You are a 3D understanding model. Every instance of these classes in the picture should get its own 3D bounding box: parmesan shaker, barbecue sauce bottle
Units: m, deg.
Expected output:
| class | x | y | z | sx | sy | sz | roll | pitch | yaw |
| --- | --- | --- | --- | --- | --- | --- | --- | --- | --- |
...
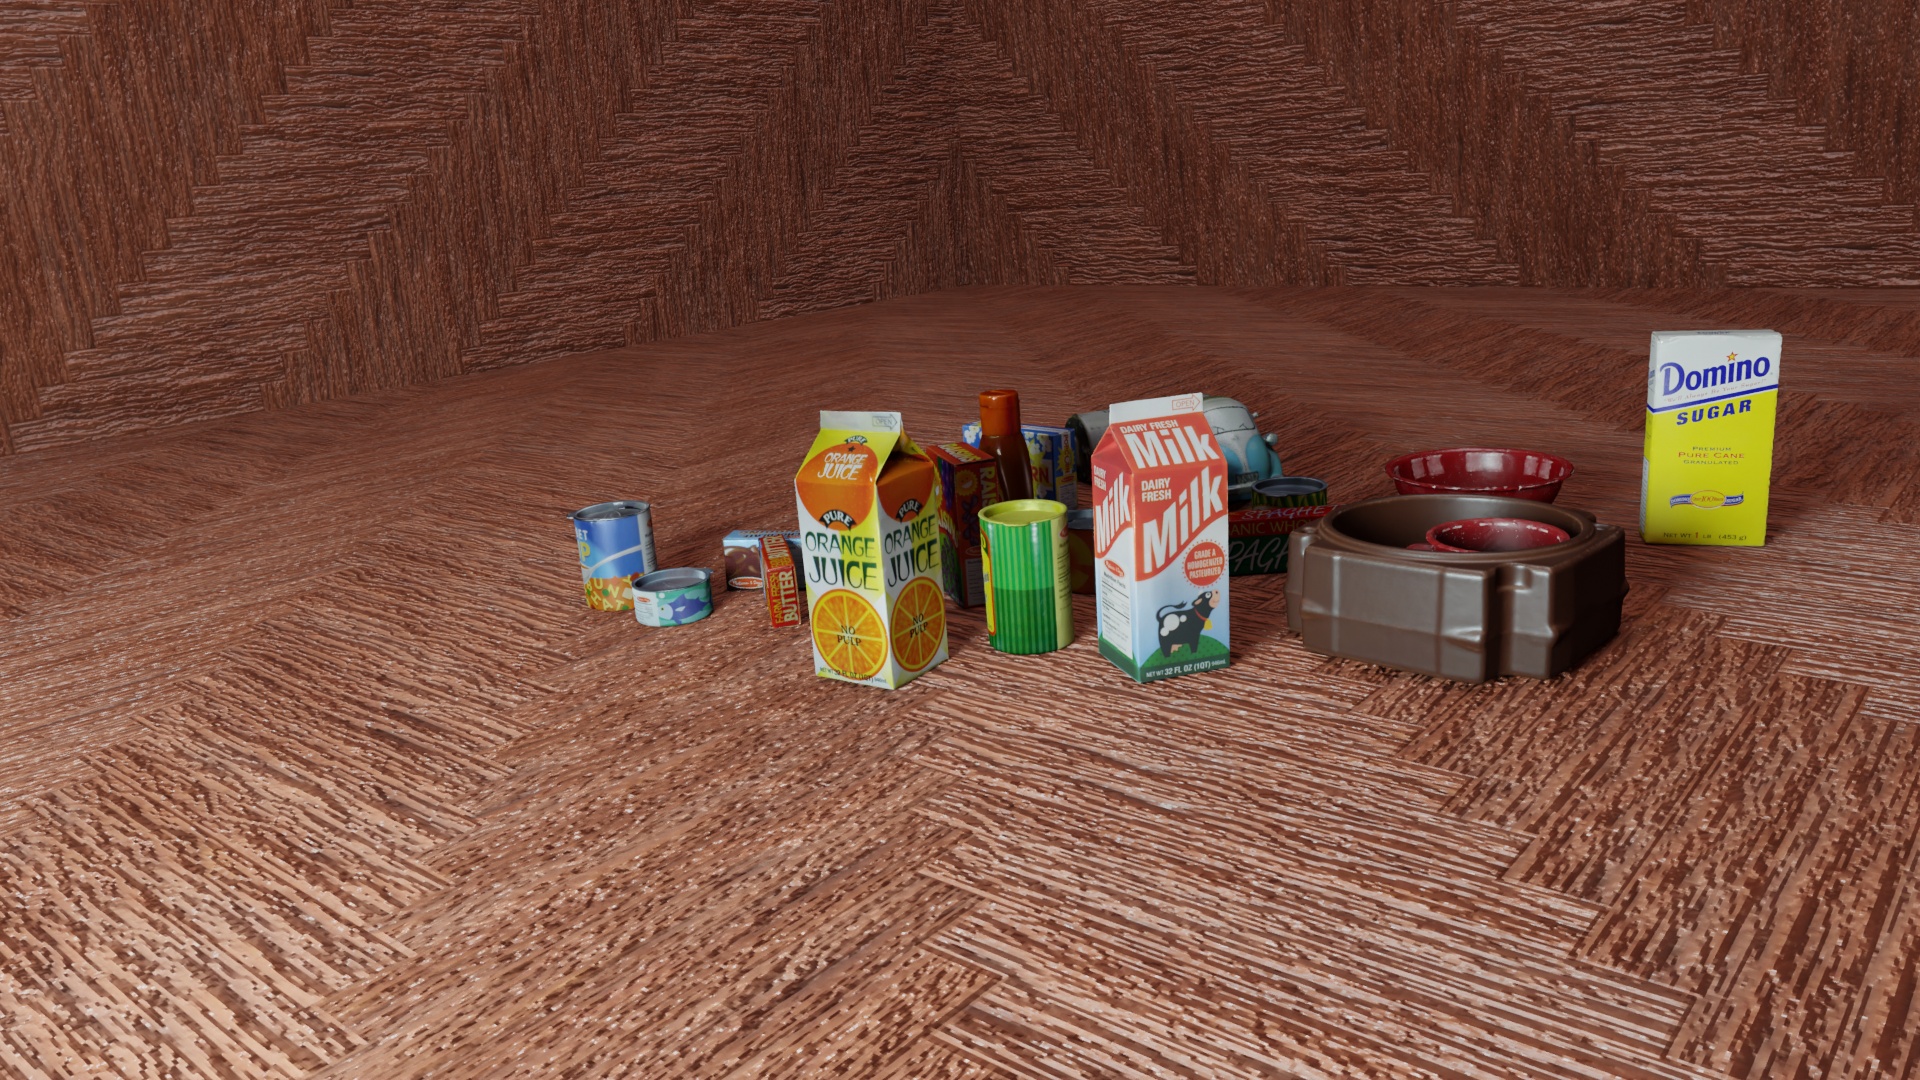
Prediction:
| class | x | y | z | sx | sy | sz | roll | pitch | yaw |
| --- | --- | --- | --- | --- | --- | --- | --- | --- | --- |
| parmesan shaker | 0.049 | 0.028 | 1.036 | 0.071 | 0.102 | 0.071 | -4 | 15 | 1 |
| barbecue sauce bottle | 0.040 | -0.064 | 1.283 | 0.044 | 0.148 | 0.065 | -12 | 17 | -27 |

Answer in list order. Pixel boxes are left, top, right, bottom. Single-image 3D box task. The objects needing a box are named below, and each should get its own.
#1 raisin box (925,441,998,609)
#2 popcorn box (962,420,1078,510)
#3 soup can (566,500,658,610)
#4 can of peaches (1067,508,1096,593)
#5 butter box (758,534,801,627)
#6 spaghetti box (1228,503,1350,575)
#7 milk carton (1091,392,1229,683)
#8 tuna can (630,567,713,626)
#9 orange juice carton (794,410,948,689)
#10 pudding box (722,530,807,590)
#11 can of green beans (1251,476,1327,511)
| class | x | y | z | sx | sy | sz | roll | pitch | yaw |
| --- | --- | --- | --- | --- | --- | --- | --- | --- | --- |
| raisin box | 0.004 | -0.015 | 1.162 | 0.040 | 0.123 | 0.086 | -8 | 16 | -15 |
| popcorn box | 0.062 | -0.077 | 1.445 | 0.126 | 0.085 | 0.038 | 10 | 21 | 43 |
| soup can | -0.303 | 0.013 | 1.219 | 0.071 | 0.083 | 0.071 | -4 | 15 | 1 |
| can of peaches | 0.111 | 0.008 | 1.175 | 0.071 | 0.058 | 0.071 | -4 | 15 | 1 |
| butter box | -0.152 | 0.033 | 1.163 | 0.024 | 0.053 | 0.104 | -7 | 16 | -11 |
| spaghetti box | 0.315 | -0.003 | 1.177 | 0.250 | 0.050 | 0.029 | -4 | 15 | 0 |
| milk carton | 0.139 | -0.005 | 0.967 | 0.072 | 0.190 | 0.073 | -9 | 16 | -16 |
| tuna can | -0.241 | 0.047 | 1.175 | 0.071 | 0.032 | 0.071 | -4 | 15 | 1 |
| orange juice carton | -0.063 | 0.002 | 0.990 | 0.072 | 0.192 | 0.073 | 6 | 18 | 33 |
| pudding box | -0.166 | 0.017 | 1.231 | 0.084 | 0.049 | 0.030 | -1 | 15 | 11 |
| can of green beans | 0.292 | -0.022 | 1.234 | 0.071 | 0.057 | 0.071 | -4 | 15 | 1 |
